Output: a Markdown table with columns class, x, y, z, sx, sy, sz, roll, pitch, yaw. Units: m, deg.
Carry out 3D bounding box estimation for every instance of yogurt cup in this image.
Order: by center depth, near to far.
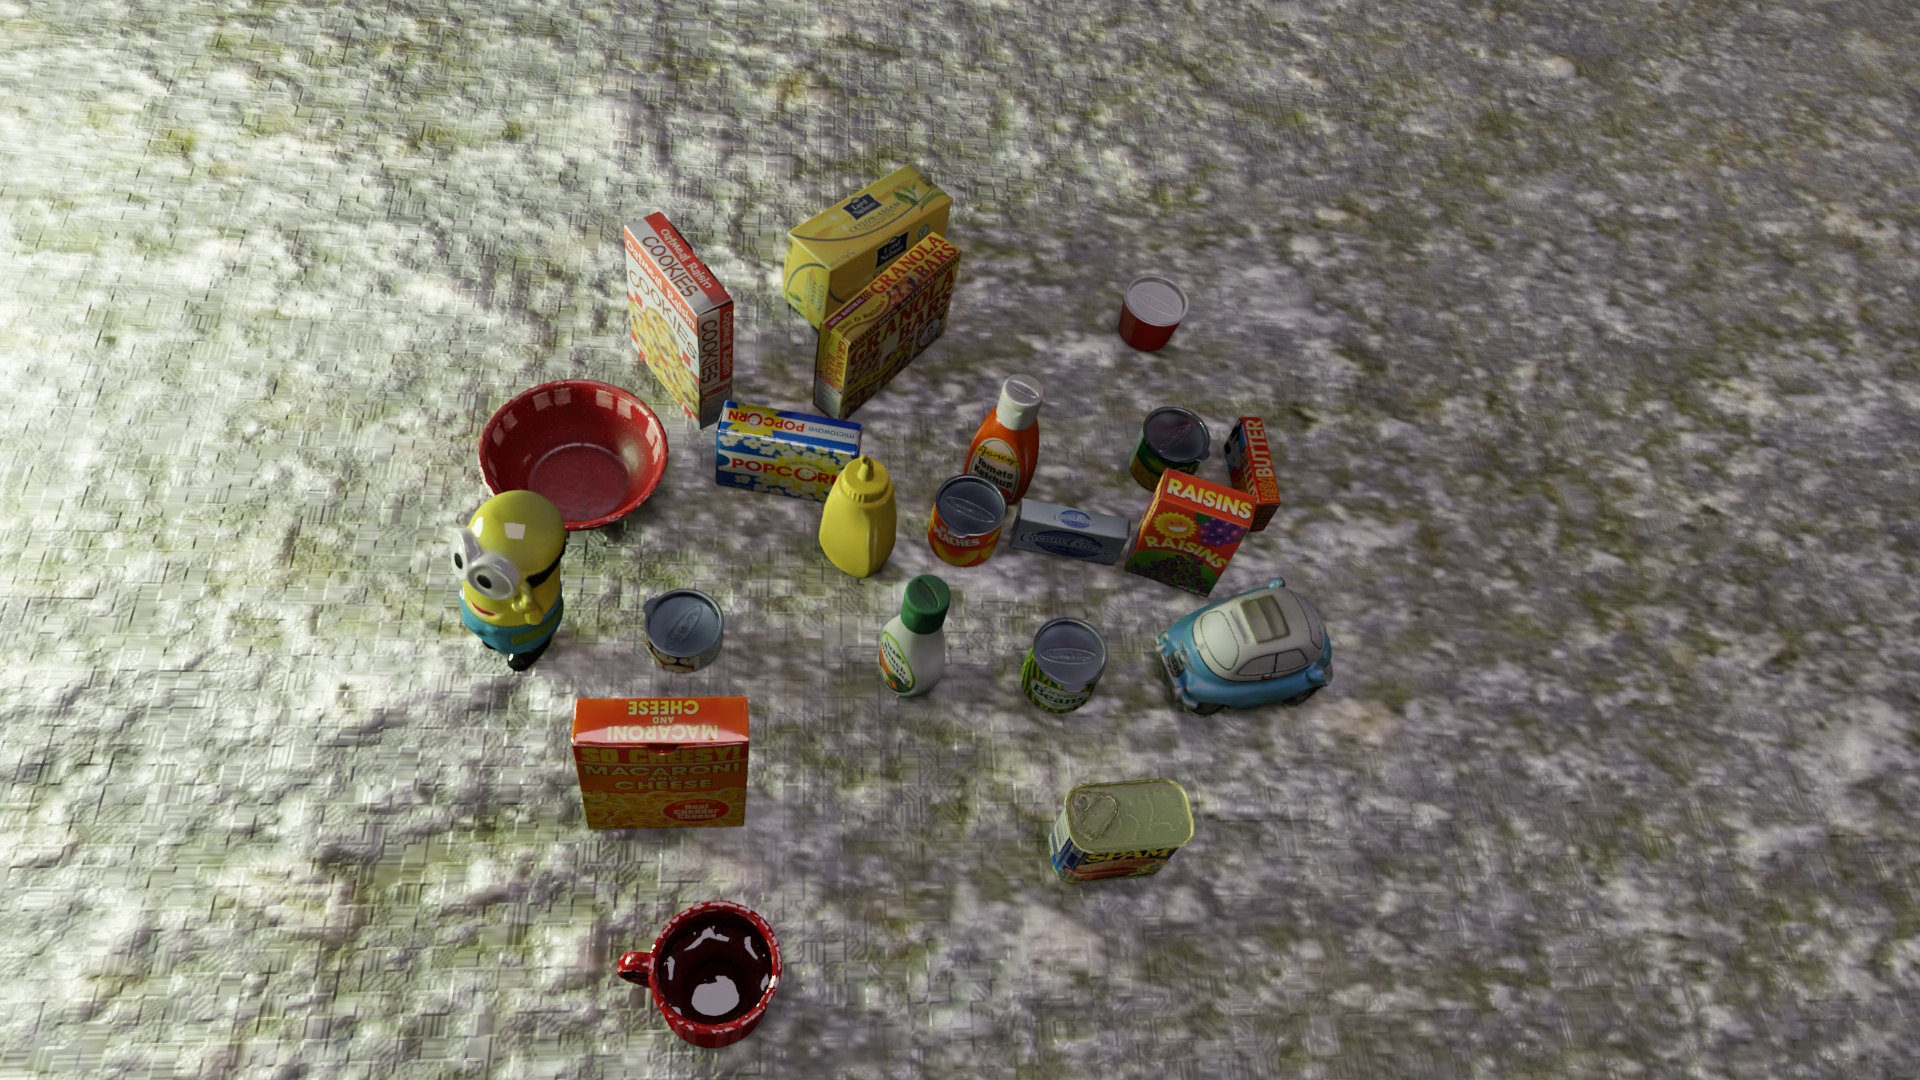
| class | x | y | z | sx | sy | sz | roll | pitch | yaw |
| --- | --- | --- | --- | --- | --- | --- | --- | --- | --- |
| yogurt cup | 0.197 | -0.234 | 1.442 | 0.072 | 0.053 | 0.073 | 5 | 58 | -7 |

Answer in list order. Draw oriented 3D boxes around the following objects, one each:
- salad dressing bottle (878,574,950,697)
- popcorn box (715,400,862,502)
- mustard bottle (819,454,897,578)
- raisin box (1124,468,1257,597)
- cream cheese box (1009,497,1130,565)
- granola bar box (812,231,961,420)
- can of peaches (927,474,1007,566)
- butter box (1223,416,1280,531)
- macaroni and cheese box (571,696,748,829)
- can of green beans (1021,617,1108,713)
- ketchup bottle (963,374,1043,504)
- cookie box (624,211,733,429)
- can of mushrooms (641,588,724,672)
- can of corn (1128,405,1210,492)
| class | x | y | z | sx | sy | sz | roll | pitch | yaw |
| --- | --- | --- | --- | --- | --- | --- | --- | --- | --- |
| salad dressing bottle | -0.036 | 0.079 | 1.147 | 0.044 | 0.147 | 0.064 | -25 | 66 | -23 |
| popcorn box | -0.156 | -0.078 | 1.262 | 0.127 | 0.084 | 0.038 | 10 | 57 | -4 |
| mustard bottle | -0.084 | -0.028 | 1.198 | 0.065 | 0.159 | 0.049 | 32 | 58 | 10 |
| raisin box | 0.207 | -0.006 | 1.259 | 0.086 | 0.122 | 0.040 | 19 | 57 | 2 |
| cream cheese box | 0.100 | -0.007 | 1.282 | 0.104 | 0.053 | 0.024 | 11 | 57 | -3 |
| granola bar box | -0.072 | -0.204 | 1.333 | 0.039 | 0.123 | 0.166 | 37 | 59 | 13 |
| can of peaches | 0.005 | -0.016 | 1.268 | 0.071 | 0.057 | 0.071 | 5 | 58 | -7 |
| butter box | 0.283 | -0.064 | 1.352 | 0.024 | 0.052 | 0.104 | 1 | 58 | -10 |
| macaroni and cheese box | -0.222 | 0.170 | 1.045 | 0.124 | 0.165 | 0.040 | 0 | 58 | -10 |
| can of green beans | 0.089 | 0.109 | 1.204 | 0.071 | 0.057 | 0.071 | 5 | 58 | -7 |
| ketchup bottle | 0.044 | -0.094 | 1.270 | 0.065 | 0.148 | 0.044 | 28 | 58 | 7 |
| cookie box | -0.256 | -0.199 | 1.271 | 0.040 | 0.166 | 0.123 | -30 | 68 | -25 |
| can of mushrooms | -0.237 | 0.076 | 1.181 | 0.071 | 0.033 | 0.071 | 5 | 57 | -7 |
| can of corn | 0.204 | -0.085 | 1.347 | 0.071 | 0.058 | 0.071 | 5 | 58 | -7 |
